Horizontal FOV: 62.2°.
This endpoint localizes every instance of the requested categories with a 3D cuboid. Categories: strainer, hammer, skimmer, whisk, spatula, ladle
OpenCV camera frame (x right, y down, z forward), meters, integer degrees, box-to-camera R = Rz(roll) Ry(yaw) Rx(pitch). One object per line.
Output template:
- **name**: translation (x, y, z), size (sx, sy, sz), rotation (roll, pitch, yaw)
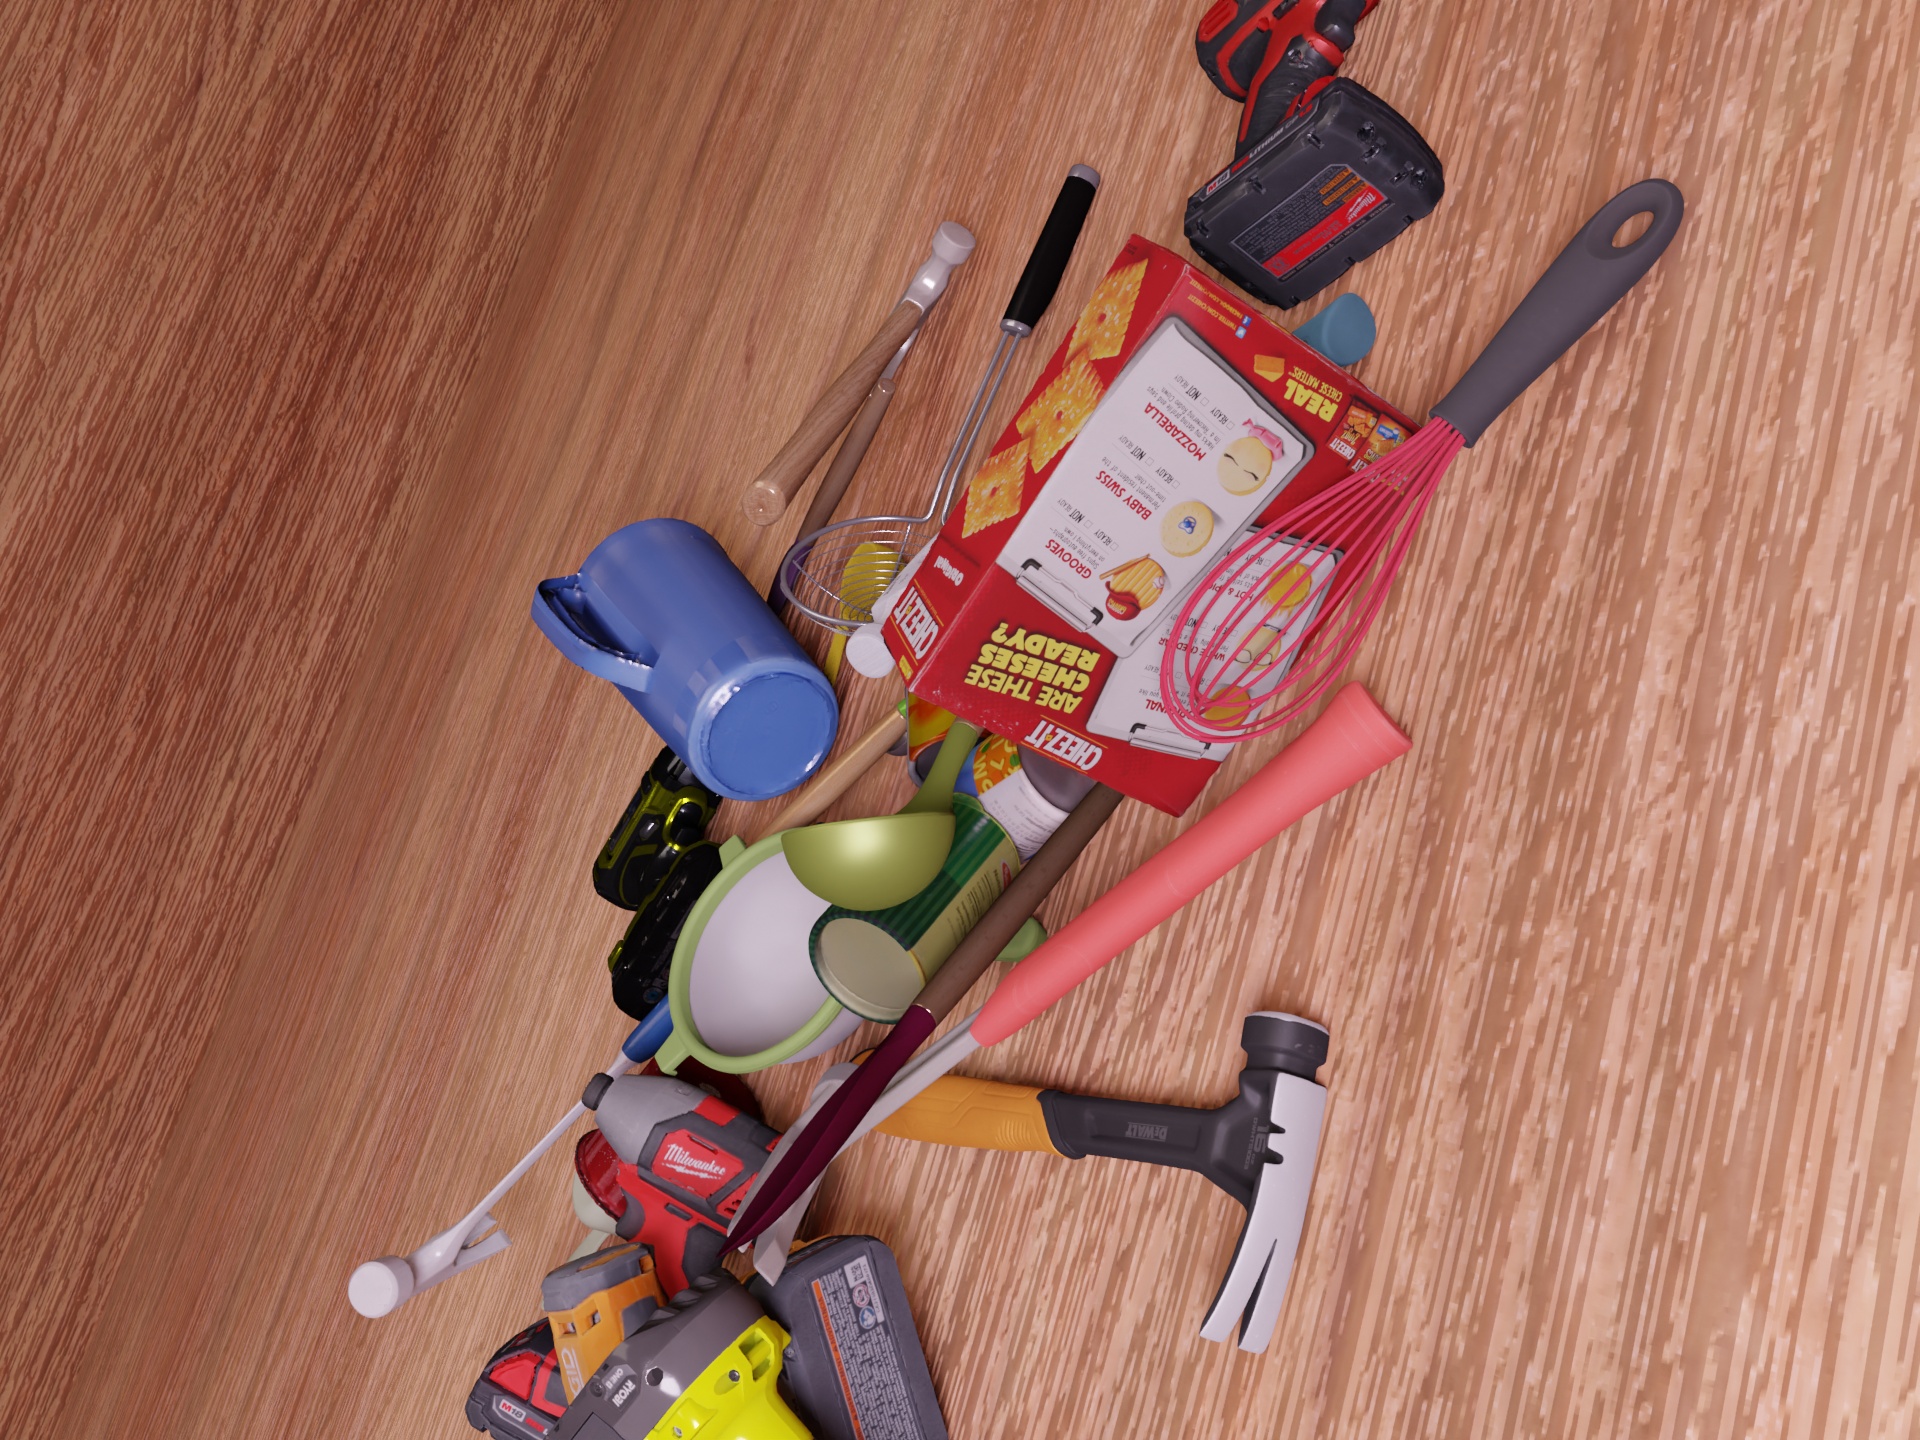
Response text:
- **strainer**: translation (-0.051, 0.136, 0.899), size (0.256, 0.069, 0.152), rotation (-8, 56, 34)
- **hammer**: translation (-0.076, -0.233, 1.114), size (0.130, 0.031, 0.331), rotation (-51, 9, 42)
- **hammer**: translation (0.044, 0.110, 0.700), size (0.359, 0.036, 0.149), rotation (-41, 4, 19)
- **skimmer**: translation (0.002, -0.215, 1.035), size (0.127, 0.090, 0.363), rotation (21, 84, 28)
- **hammer**: translation (0.032, 0.195, 0.745), size (0.337, 0.034, 0.127), rotation (-12, 58, 55)
- **hammer**: translation (-0.217, 0.221, 1.025), size (0.405, 0.035, 0.144), rotation (-46, -12, 4)
- **whisk**: translation (0.191, -0.106, 0.662), size (0.296, 0.073, 0.073), rotation (-49, 32, 7)
- **spatula**: translation (-0.104, -0.148, 1.156), size (0.315, 0.018, 0.060), rotation (130, 150, -56)
- **ladle**: translation (0.006, -0.019, 0.802), size (0.078, 0.062, 0.320), rotation (-13, 30, 34)
- **hammer**: translation (0.076, -0.129, 0.861), size (0.331, 0.033, 0.128), rotation (-28, 20, 36)

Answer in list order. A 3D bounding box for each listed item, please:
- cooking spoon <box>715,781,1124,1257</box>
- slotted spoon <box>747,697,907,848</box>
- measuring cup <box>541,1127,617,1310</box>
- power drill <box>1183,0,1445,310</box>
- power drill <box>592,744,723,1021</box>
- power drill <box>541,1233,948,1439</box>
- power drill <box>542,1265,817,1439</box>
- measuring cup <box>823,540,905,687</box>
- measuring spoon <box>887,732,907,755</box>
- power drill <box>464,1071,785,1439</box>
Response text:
- **cooking spoon**: translation (-0.002, 0.115, 0.705), size (0.319, 0.017, 0.068), rotation (-46, -2, -39)
- **slotted spoon**: translation (-0.050, 0.011, 0.973), size (0.313, 0.031, 0.070), rotation (-43, 11, 21)
- **measuring cup**: translation (-0.263, 0.347, 1.104), size (0.167, 0.038, 0.083), rotation (-54, 31, 16)
- **power drill**: translation (0.200, -0.349, 0.830), size (0.188, 0.080, 0.227), rotation (-30, 42, 46)
- **power drill**: translation (-0.200, 0.102, 1.148), size (0.171, 0.080, 0.223), rotation (-57, 28, 15)
- **power drill**: translation (-0.112, 0.347, 0.778), size (0.226, 0.084, 0.185), rotation (-22, 82, 41)
- **power drill**: translation (-0.071, 0.360, 0.647), size (0.228, 0.080, 0.190), rotation (41, 110, 14)
- **measuring cup**: translation (-0.074, -0.048, 1.112), size (0.062, 0.029, 0.156), rotation (44, 119, 59)
- **measuring spoon**: translation (-0.002, -0.003, 0.968), size (0.124, 0.018, 0.034), rotation (-22, 42, 42)
- **power drill**: translation (-0.185, 0.312, 0.905), size (0.219, 0.143, 0.078), rotation (-64, -8, 5)
